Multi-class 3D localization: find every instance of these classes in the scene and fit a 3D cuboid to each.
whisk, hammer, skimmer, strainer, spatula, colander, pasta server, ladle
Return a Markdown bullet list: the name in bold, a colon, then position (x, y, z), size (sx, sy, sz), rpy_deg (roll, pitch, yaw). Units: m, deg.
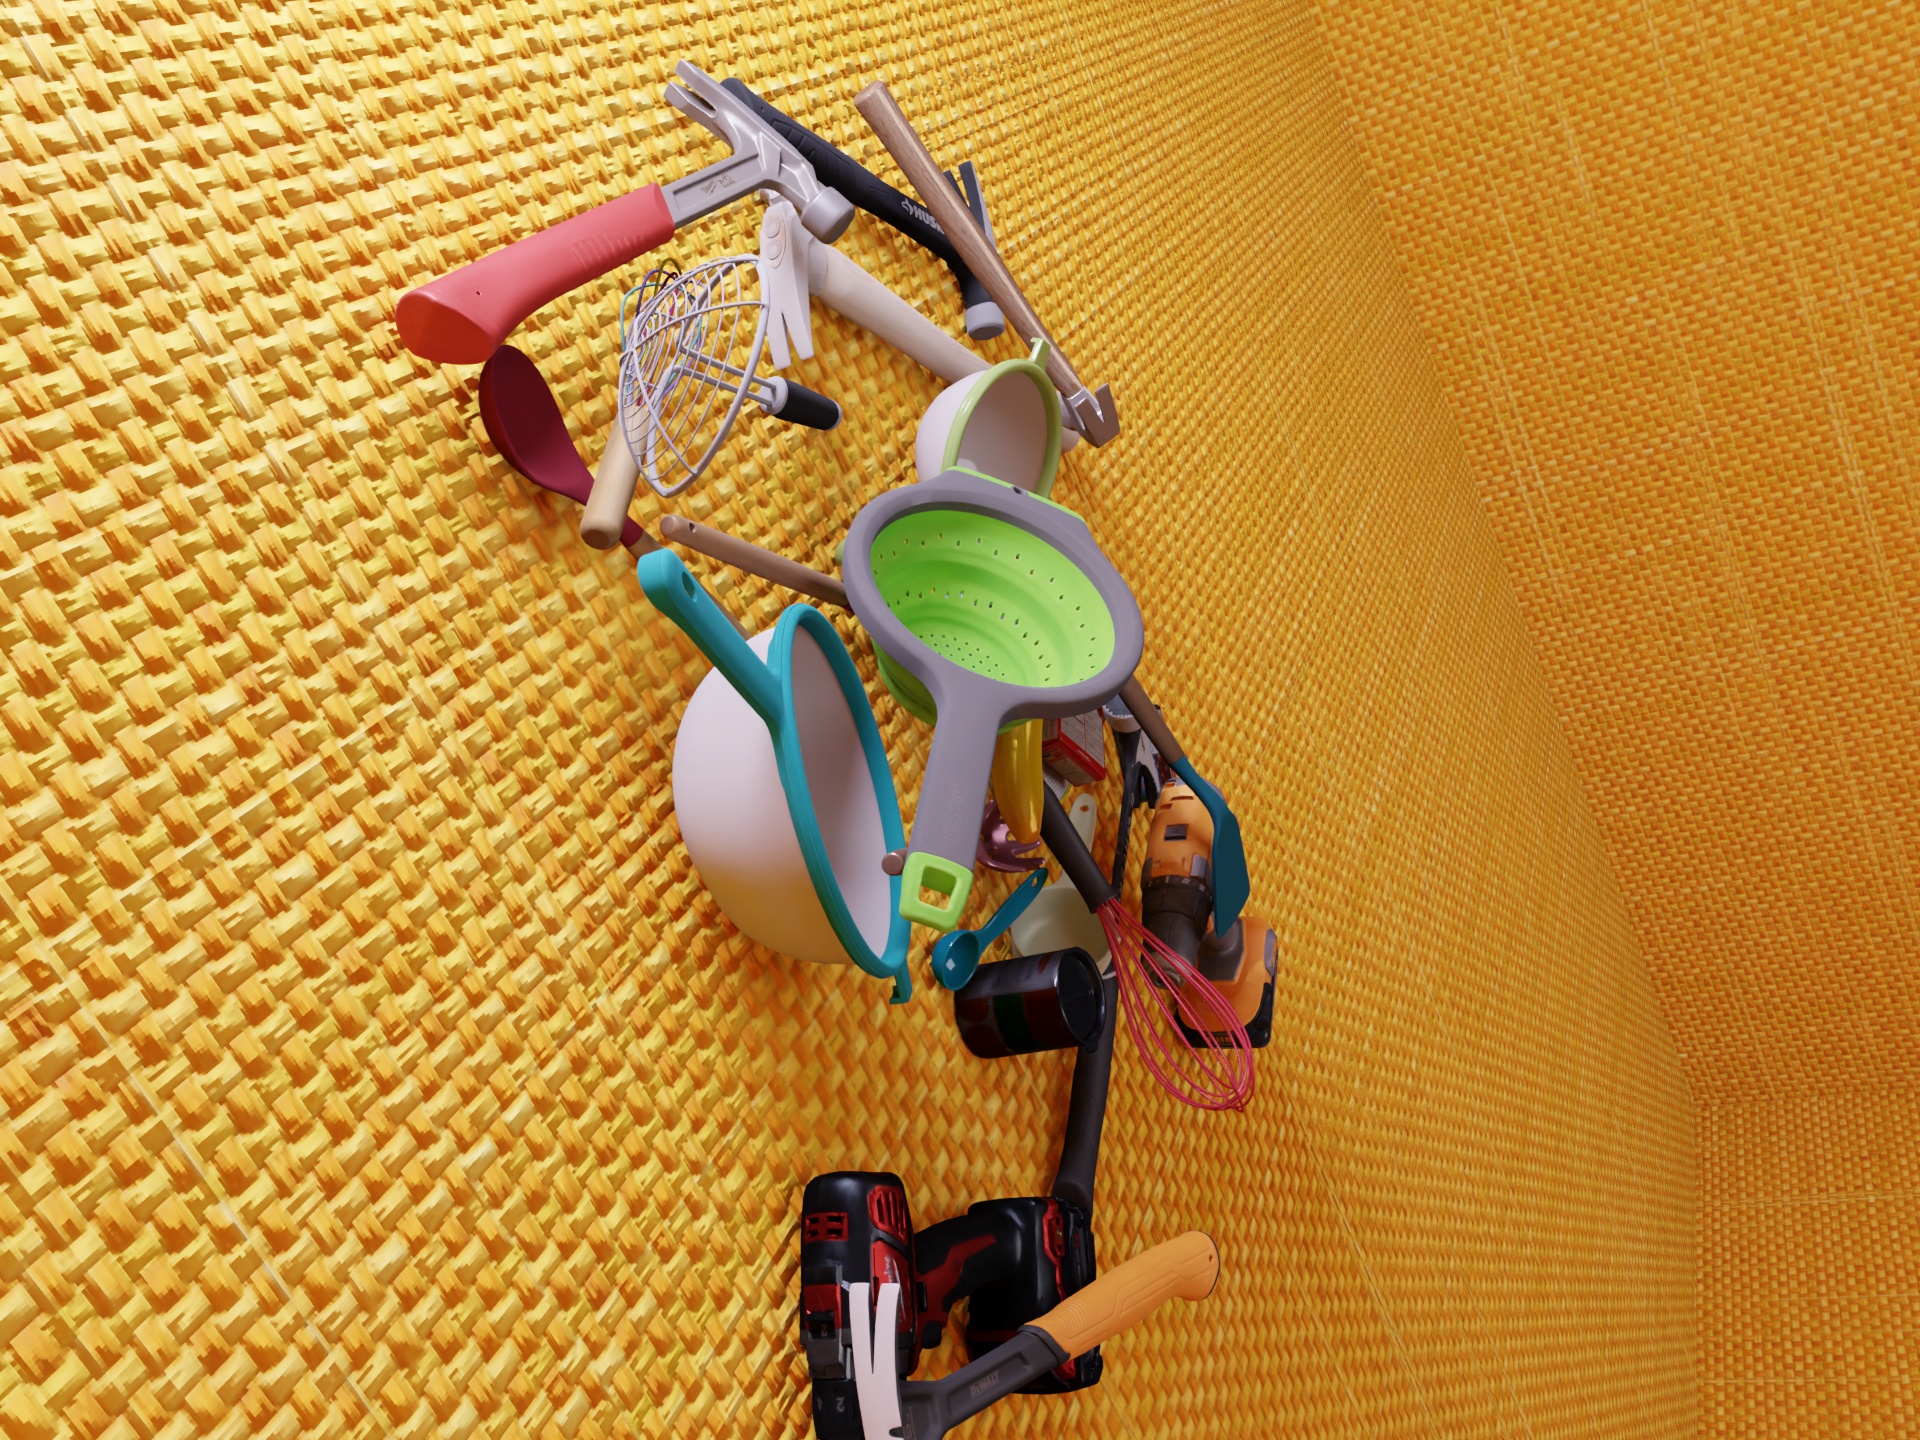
- **whisk**: position (-0.180, -0.184, 0.890), size (0.051, 0.047, 0.245), rpy_deg (18, 45, -14)
- **hammer**: position (0.114, 0.179, 1.228), size (0.149, 0.036, 0.409), rpy_deg (68, 29, -54)
- **hammer**: position (0.060, 0.352, 0.937), size (0.336, 0.034, 0.127), rpy_deg (0, 77, -53)
- **hammer**: position (-0.015, -0.278, 1.242), size (0.410, 0.038, 0.146), rpy_deg (18, 64, -55)
- **skimmer**: position (-0.103, -0.183, 0.919), size (0.127, 0.090, 0.363), rpy_deg (-67, 171, 9)
- **strainer**: position (-0.118, 0.019, 0.829), size (0.340, 0.095, 0.211), rpy_deg (58, 19, -58)
- **whisk**: position (0.111, 0.145, 1.109), size (0.073, 0.073, 0.296), rpy_deg (-2, 55, -59)
- **strainer**: position (-0.022, -0.177, 1.172), size (0.256, 0.069, 0.151), rpy_deg (-38, 137, -39)
- **spatula**: position (0.140, 0.014, 1.207), size (0.317, 0.044, 0.082), rpy_deg (56, 36, -4)
- **colander**: position (-0.002, -0.003, 0.986), size (0.204, 0.094, 0.397), rpy_deg (21, 41, -8)
- **pasta server**: position (0.003, 0.082, 1.029), size (0.060, 0.040, 0.316), rpy_deg (66, 11, 7)
- **ladle**: position (-0.170, -0.090, 0.914), size (0.315, 0.031, 0.069), rpy_deg (49, 32, -40)
- **hammer**: position (0.025, -0.347, 1.236), size (0.331, 0.031, 0.130), rpy_deg (51, 2, -25)
- **hammer**: position (-0.069, -0.407, 1.213), size (0.334, 0.035, 0.146), rpy_deg (10, 69, -57)
- **hammer**: position (-0.197, -0.286, 0.903), size (0.149, 0.036, 0.359), rpy_deg (40, 40, -1)

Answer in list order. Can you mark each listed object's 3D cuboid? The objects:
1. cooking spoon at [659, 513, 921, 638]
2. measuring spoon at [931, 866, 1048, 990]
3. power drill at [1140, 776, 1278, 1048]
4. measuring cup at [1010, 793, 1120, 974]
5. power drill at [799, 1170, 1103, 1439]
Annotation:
- **cooking spoon**: position (-0.091, -0.087, 1.030), size (0.318, 0.017, 0.069), rpy_deg (18, 65, -61)
- **measuring spoon**: position (0.019, 0.138, 1.099), size (0.128, 0.021, 0.042), rpy_deg (-40, 134, -40)
- **power drill**: position (0.199, 0.184, 1.303), size (0.185, 0.084, 0.226), rpy_deg (-74, 150, -42)
- **measuring cup**: position (0.082, 0.128, 1.186), size (0.038, 0.083, 0.168), rpy_deg (91, 10, -48)
- **power drill**: position (-0.009, 0.364, 0.932), size (0.226, 0.080, 0.188), rpy_deg (23, 58, -50)
